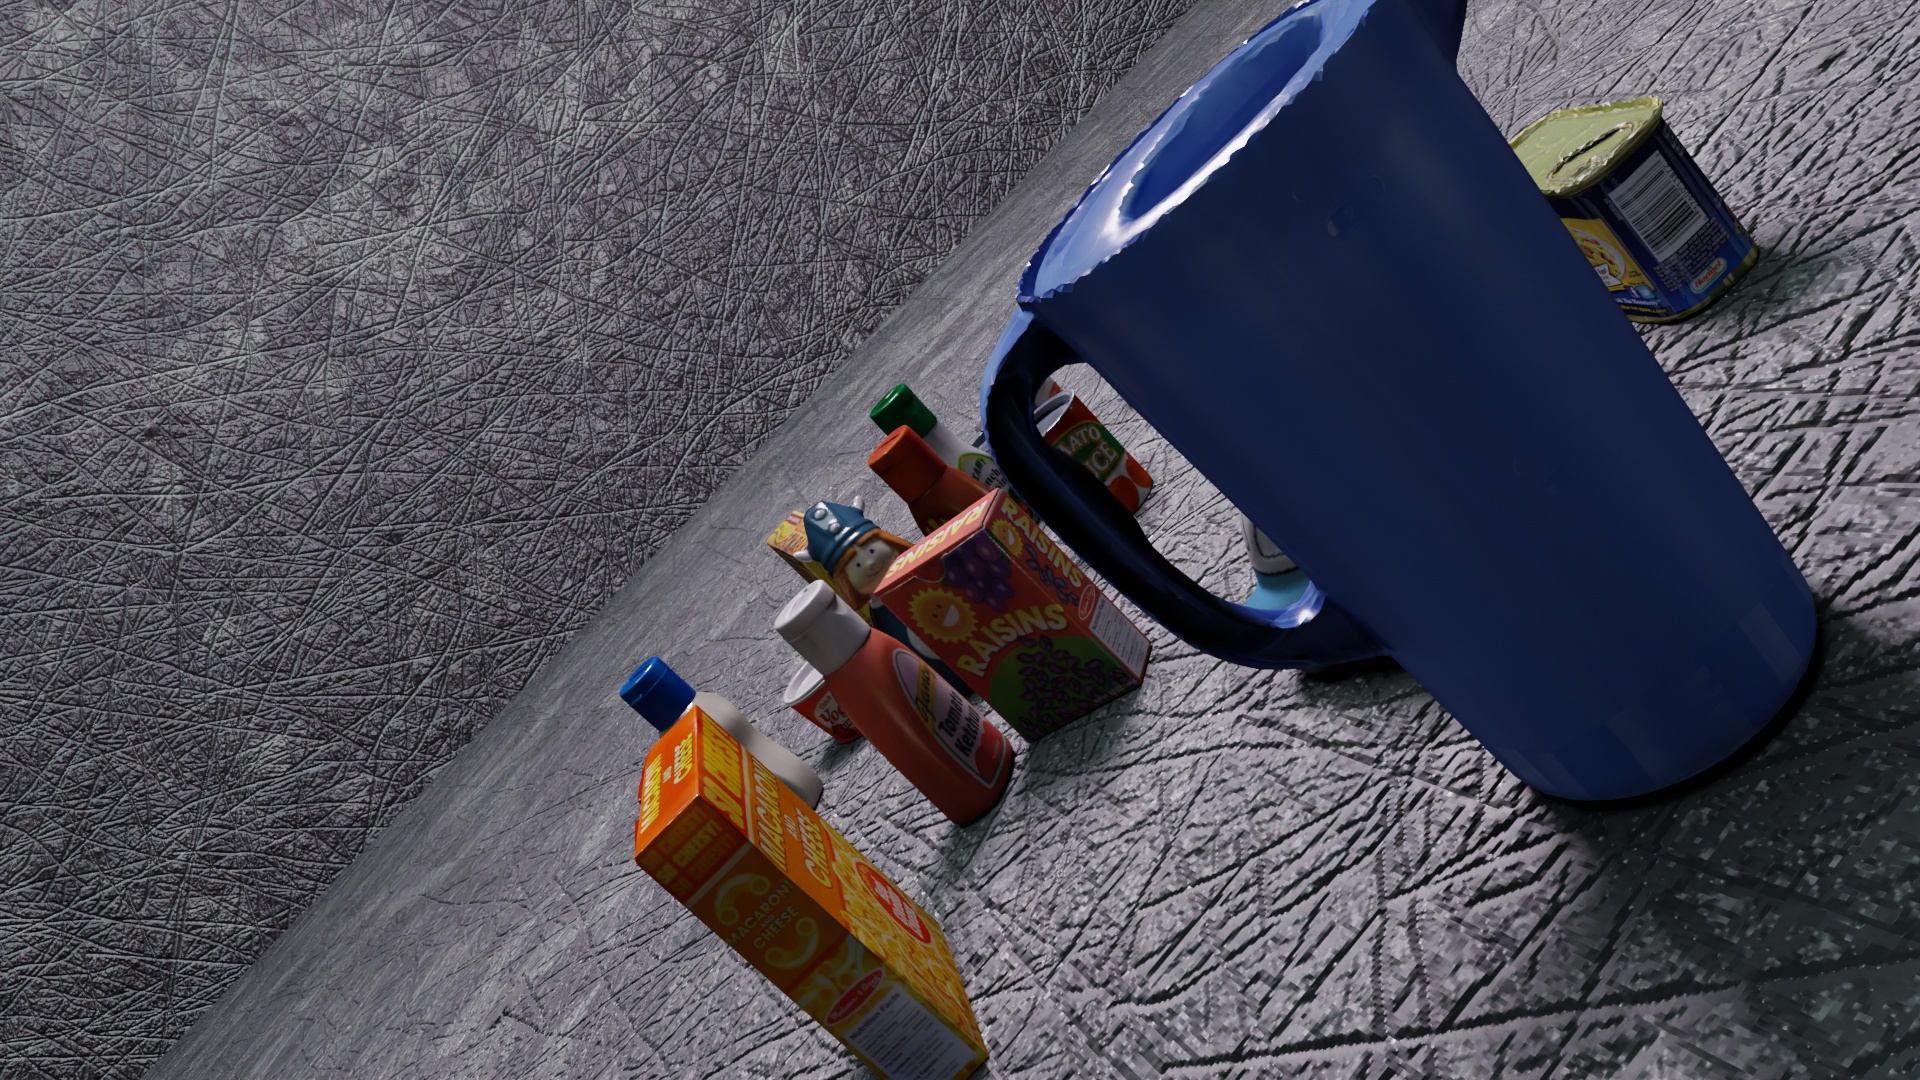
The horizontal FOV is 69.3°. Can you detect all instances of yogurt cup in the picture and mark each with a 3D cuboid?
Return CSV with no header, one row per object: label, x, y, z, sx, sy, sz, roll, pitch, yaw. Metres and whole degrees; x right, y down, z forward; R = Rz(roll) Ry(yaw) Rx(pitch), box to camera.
yogurt cup,-0.086,0.109,1.003,0.072,0.054,0.072,-41,15,14

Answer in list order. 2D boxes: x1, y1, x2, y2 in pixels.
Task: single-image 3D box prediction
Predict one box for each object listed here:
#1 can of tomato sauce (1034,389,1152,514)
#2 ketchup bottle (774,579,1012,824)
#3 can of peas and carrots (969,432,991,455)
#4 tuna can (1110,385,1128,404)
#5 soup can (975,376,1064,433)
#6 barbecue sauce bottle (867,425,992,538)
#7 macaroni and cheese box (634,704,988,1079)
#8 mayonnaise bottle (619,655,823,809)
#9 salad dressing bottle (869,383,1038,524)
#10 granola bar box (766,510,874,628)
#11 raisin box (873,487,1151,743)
can of tomato sauce,0.079,-0.049,0.935,0.071,0.083,0.071,-41,15,14
ketchup bottle,-0.036,0.085,0.750,0.043,0.148,0.065,-37,16,26
can of peas and carrots,0.043,-0.066,1.125,0.071,0.058,0.071,-41,15,14
tuna can,0.149,-0.141,1.097,0.071,0.033,0.071,-41,15,14
soup can,0.064,-0.076,1.045,0.071,0.083,0.071,-41,15,14
barbecue sauce bottle,0.003,-0.011,0.905,0.064,0.148,0.044,-30,20,44
macaroni and cheese box,-0.068,0.156,0.605,0.040,0.166,0.124,-45,14,-1
mayonnaise bottle,-0.165,0.140,0.945,0.064,0.148,0.041,-37,16,27
salad dressing bottle,-0.006,-0.054,1.046,0.044,0.147,0.064,-22,26,56
granola bar box,-0.079,0.036,1.045,0.039,0.124,0.165,-47,15,-8
raisin box,0.028,0.042,0.741,0.085,0.123,0.040,-34,18,36
